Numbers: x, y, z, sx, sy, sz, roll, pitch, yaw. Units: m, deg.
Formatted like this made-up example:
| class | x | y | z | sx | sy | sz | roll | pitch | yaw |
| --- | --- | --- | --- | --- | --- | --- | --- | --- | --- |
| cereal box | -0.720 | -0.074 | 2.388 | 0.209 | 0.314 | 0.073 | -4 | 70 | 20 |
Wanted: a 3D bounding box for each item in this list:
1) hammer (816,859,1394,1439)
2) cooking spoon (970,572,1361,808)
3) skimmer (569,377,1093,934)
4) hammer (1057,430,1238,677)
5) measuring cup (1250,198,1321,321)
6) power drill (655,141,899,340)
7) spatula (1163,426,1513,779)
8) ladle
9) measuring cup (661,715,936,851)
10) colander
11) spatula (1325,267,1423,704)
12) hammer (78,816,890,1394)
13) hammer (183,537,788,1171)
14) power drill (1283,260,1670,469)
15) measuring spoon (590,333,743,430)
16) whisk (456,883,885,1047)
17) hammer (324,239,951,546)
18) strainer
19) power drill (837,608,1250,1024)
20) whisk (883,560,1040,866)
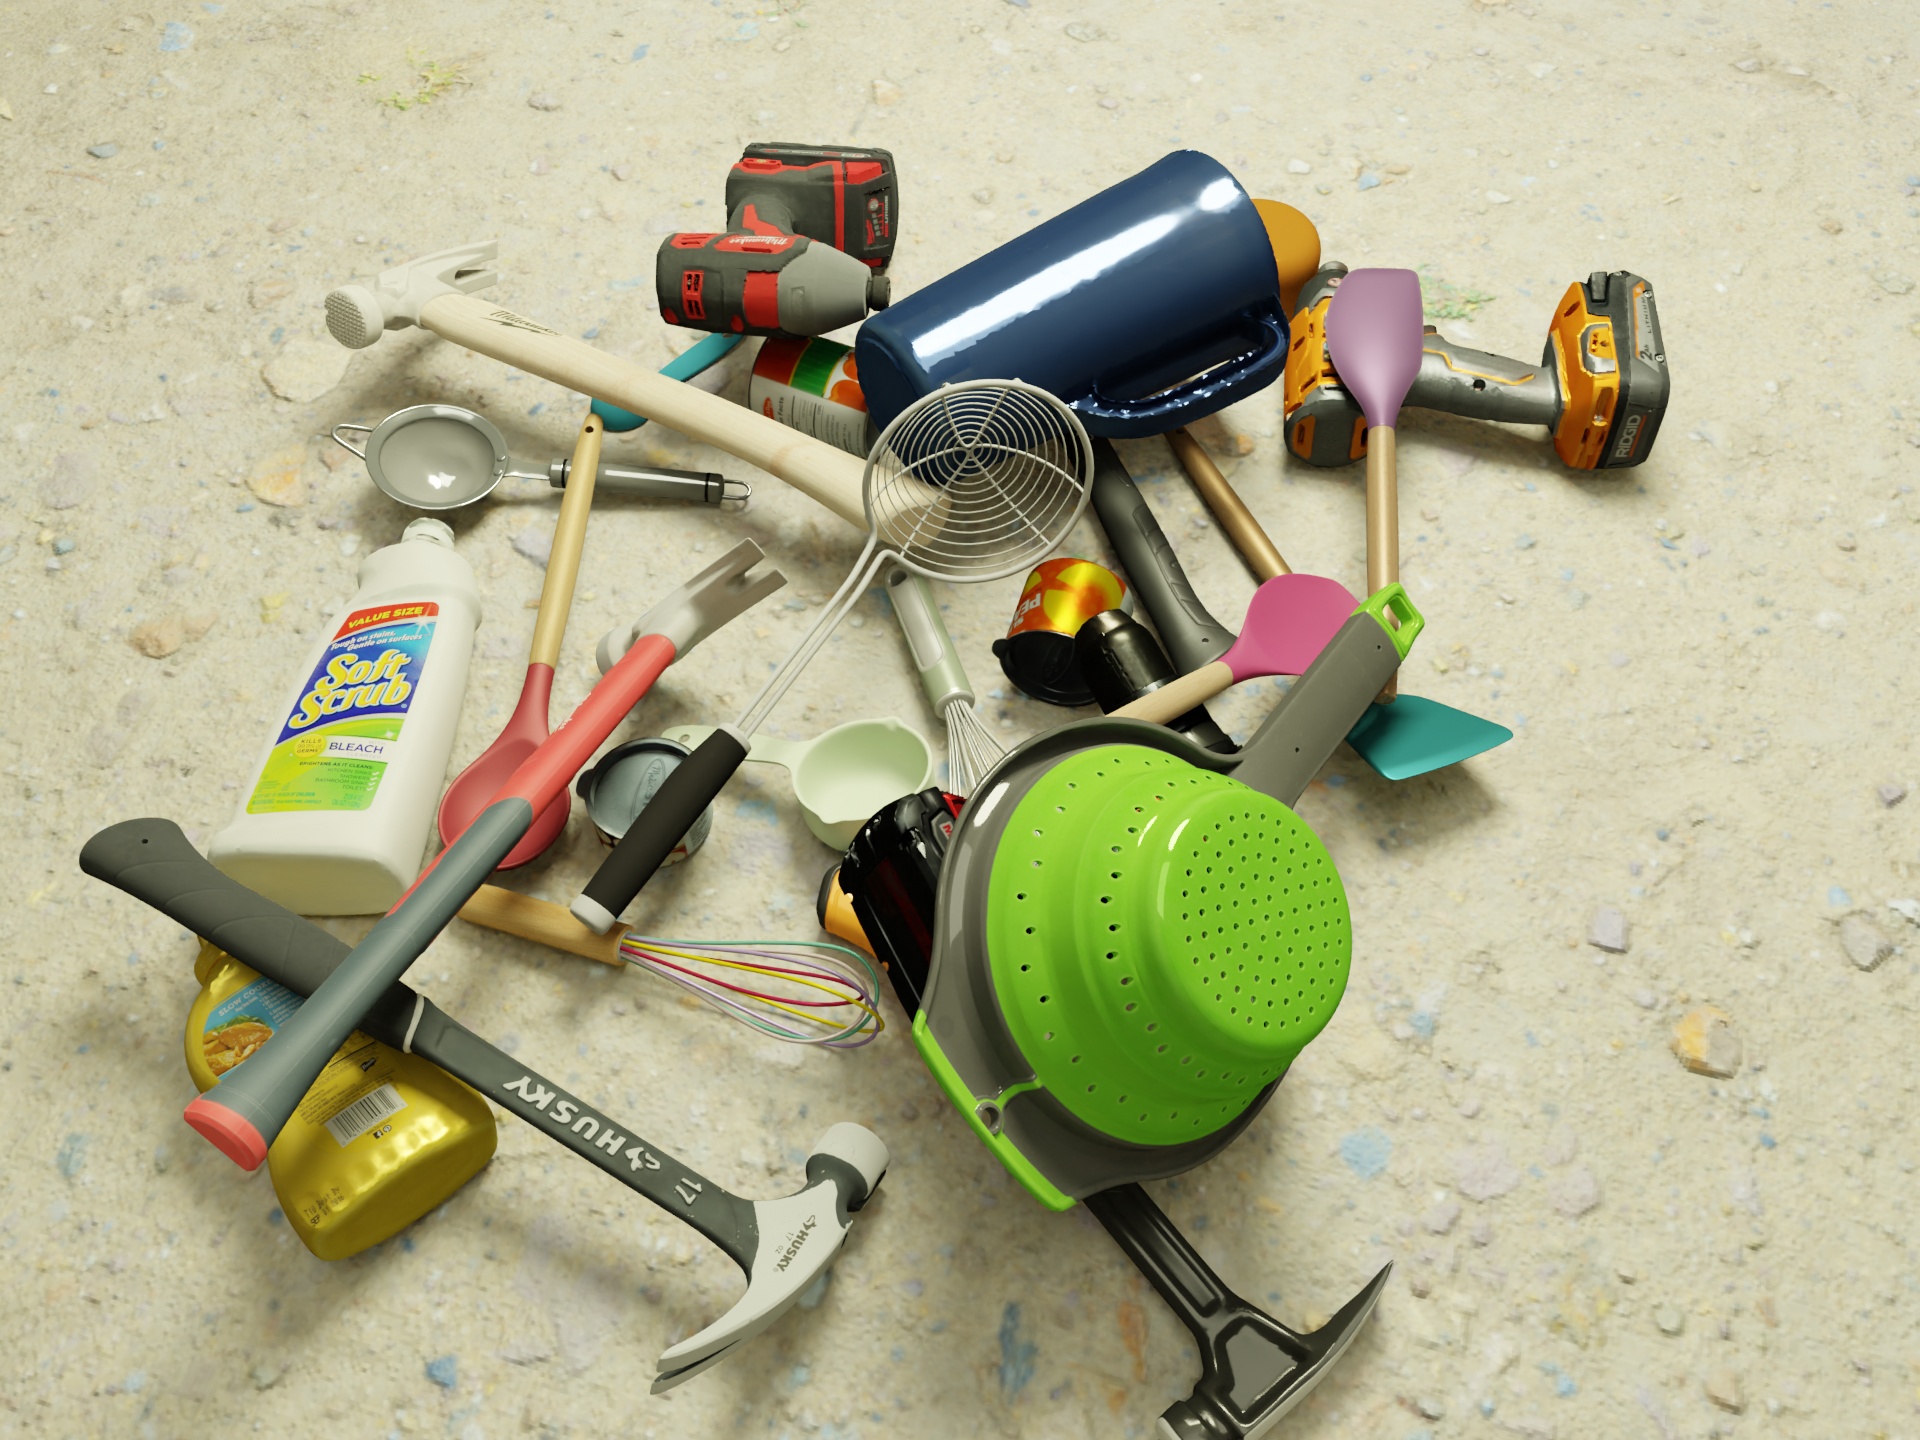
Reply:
| class | x | y | z | sx | sy | sz | roll | pitch | yaw |
| --- | --- | --- | --- | --- | --- | --- | --- | --- | --- |
| hammer | 0.047 | 0.183 | 0.765 | 0.127 | 0.034 | 0.337 | -34 | 61 | -20 |
| cooking spoon | 0.117 | -0.015 | 0.807 | 0.319 | 0.017 | 0.069 | -25 | 70 | -41 |
| skimmer | -0.064 | -0.031 | 0.829 | 0.090 | 0.127 | 0.363 | 15 | 61 | 45 |
| hammer | 0.086 | -0.149 | 0.998 | 0.146 | 0.035 | 0.335 | -15 | 56 | -11 |
| measuring cup | 0.174 | -0.344 | 1.121 | 0.174 | 0.052 | 0.095 | 35 | 62 | 20 |
| power drill | -0.105 | -0.311 | 1.044 | 0.143 | 0.078 | 0.220 | 5 | 34 | 4 |
| spatula | 0.199 | -0.082 | 0.943 | 0.082 | 0.044 | 0.318 | -18 | 55 | -15 |
| ladle | -0.239 | -0.053 | 0.921 | 0.069 | 0.031 | 0.316 | 6 | 61 | -4 |
| measuring cup | -0.091 | 0.031 | 0.877 | 0.168 | 0.038 | 0.083 | 10 | 46 | 24 |
| colander | 0.145 | 0.043 | 0.724 | 0.204 | 0.094 | 0.397 | 53 | 55 | -11 |
| spatula | 0.245 | -0.149 | 0.933 | 0.060 | 0.018 | 0.316 | 2 | 61 | 9 |
| hammer | -0.240 | 0.154 | 0.734 | 0.409 | 0.036 | 0.149 | 27 | 38 | 11 |
| hammer | -0.213 | 0.047 | 0.756 | 0.038 | 0.143 | 0.386 | 48 | 42 | -16 |
| power drill | 0.324 | -0.238 | 1.030 | 0.226 | 0.084 | 0.164 | 3 | 55 | 8 |
| measuring spoon | -0.196 | -0.240 | 1.072 | 0.042 | 0.021 | 0.128 | 39 | 65 | 24 |
| whisk | -0.151 | 0.117 | 0.805 | 0.245 | 0.047 | 0.051 | 13 | 89 | 16 |
| hammer | -0.188 | -0.206 | 0.993 | 0.411 | 0.038 | 0.146 | 25 | 38 | 15 |
| strainer | -0.261 | -0.154 | 1.004 | 0.258 | 0.050 | 0.087 | 5 | 57 | -2 |
| power drill | 0.055 | 0.048 | 0.786 | 0.226 | 0.080 | 0.188 | -20 | 73 | -34 |
| whisk | -0.001 | -0.003 | 0.891 | 0.058 | 0.059 | 0.247 | -32 | 52 | 12 |
